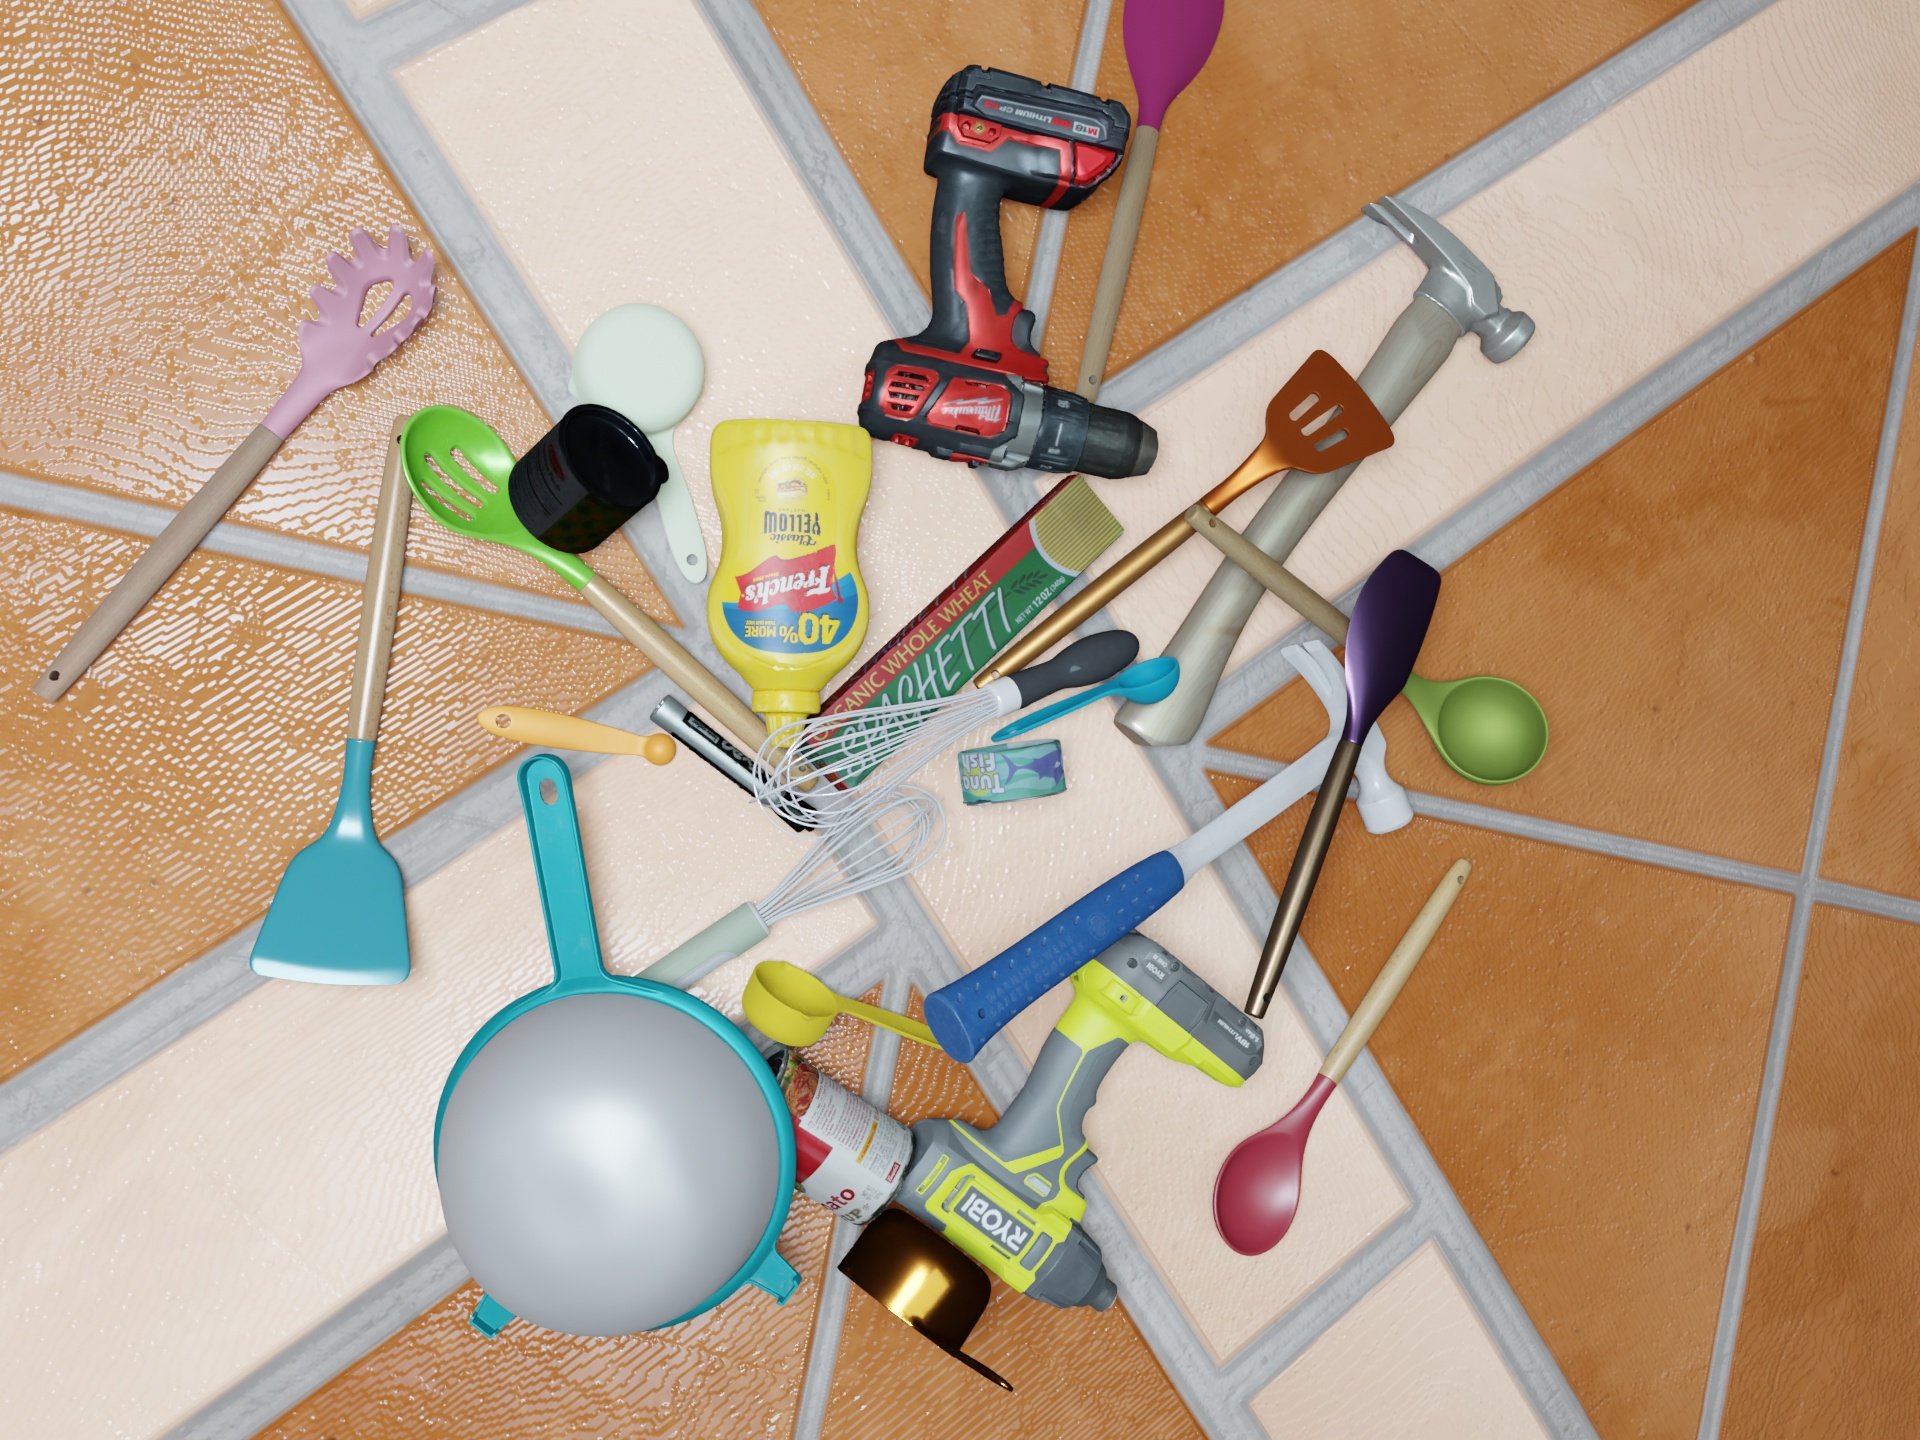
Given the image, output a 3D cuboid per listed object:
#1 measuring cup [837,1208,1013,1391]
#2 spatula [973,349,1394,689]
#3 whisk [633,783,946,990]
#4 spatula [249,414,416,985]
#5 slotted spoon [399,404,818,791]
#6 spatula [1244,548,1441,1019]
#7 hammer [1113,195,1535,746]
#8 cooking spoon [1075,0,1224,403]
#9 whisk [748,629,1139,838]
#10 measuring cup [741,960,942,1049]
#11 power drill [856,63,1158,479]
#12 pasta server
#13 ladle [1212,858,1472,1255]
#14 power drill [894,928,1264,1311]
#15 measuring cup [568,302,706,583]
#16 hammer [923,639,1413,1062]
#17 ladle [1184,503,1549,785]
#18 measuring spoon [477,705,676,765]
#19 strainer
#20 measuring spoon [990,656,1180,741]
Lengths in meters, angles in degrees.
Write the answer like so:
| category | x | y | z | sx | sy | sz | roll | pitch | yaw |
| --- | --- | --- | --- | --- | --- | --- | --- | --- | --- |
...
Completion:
| category | x | y | z | sx | sy | sz | roll | pitch | yaw |
| --- | --- | --- | --- | --- | --- | --- | --- | --- | --- |
| measuring cup | -0.004 | 0.333 | 0.915 | 0.095 | 0.174 | 0.052 | 44 | 70 | -22 |
| spatula | 0.138 | -0.119 | 1.023 | 0.322 | 0.041 | 0.081 | -38 | 87 | -1 |
| whisk | -0.115 | 0.116 | 0.959 | 0.246 | 0.057 | 0.059 | -33 | 66 | -10 |
| spatula | -0.329 | -0.015 | 0.886 | 0.082 | 0.044 | 0.317 | 7 | 88 | -15 |
| slotted spoon | -0.201 | -0.062 | 0.934 | 0.313 | 0.031 | 0.070 | 43 | 51 | -17 |
| spatula | 0.237 | 0.037 | 1.007 | 0.059 | 0.018 | 0.316 | 25 | 80 | -22 |
| hammer | 0.225 | -0.159 | 1.065 | 0.146 | 0.038 | 0.411 | 39 | 80 | -13 |
| cooking spoon | 0.116 | -0.359 | 1.035 | 0.068 | 0.017 | 0.319 | 14 | 86 | -18 |
| whisk | -0.002 | -0.003 | 0.958 | 0.284 | 0.070 | 0.070 | -23 | 98 | -29 |
| measuring cup | -0.065 | 0.190 | 0.979 | 0.156 | 0.062 | 0.029 | 25 | 103 | -28 |
| power drill | 0.046 | -0.263 | 0.978 | 0.188 | 0.080 | 0.227 | 11 | 91 | -11 |
| pasta server | -0.395 | -0.138 | 0.866 | 0.060 | 0.040 | 0.316 | 37 | 81 | -3 |
| ladle | 0.266 | 0.224 | 1.092 | 0.069 | 0.031 | 0.315 | 40 | 78 | -17 |
| power drill | 0.083 | 0.254 | 1.011 | 0.171 | 0.080 | 0.223 | 40 | 84 | -14 |
| measuring cup | -0.175 | -0.163 | 0.934 | 0.083 | 0.038 | 0.167 | -17 | 94 | -17 |
| hammer | 0.134 | 0.081 | 0.978 | 0.405 | 0.035 | 0.144 | -29 | 98 | -35 |
| ladle | 0.270 | -0.052 | 1.045 | 0.320 | 0.062 | 0.078 | 33 | 73 | -26 |
| measuring spoon | -0.225 | 0.008 | 0.937 | 0.117 | 0.011 | 0.021 | 11 | 88 | -18 |
| strainer | -0.210 | 0.191 | 0.864 | 0.211 | 0.095 | 0.340 | -8 | 97 | 5 |
| measuring spoon | 0.082 | -0.006 | 1.012 | 0.128 | 0.042 | 0.021 | -23 | 110 | 7 |
